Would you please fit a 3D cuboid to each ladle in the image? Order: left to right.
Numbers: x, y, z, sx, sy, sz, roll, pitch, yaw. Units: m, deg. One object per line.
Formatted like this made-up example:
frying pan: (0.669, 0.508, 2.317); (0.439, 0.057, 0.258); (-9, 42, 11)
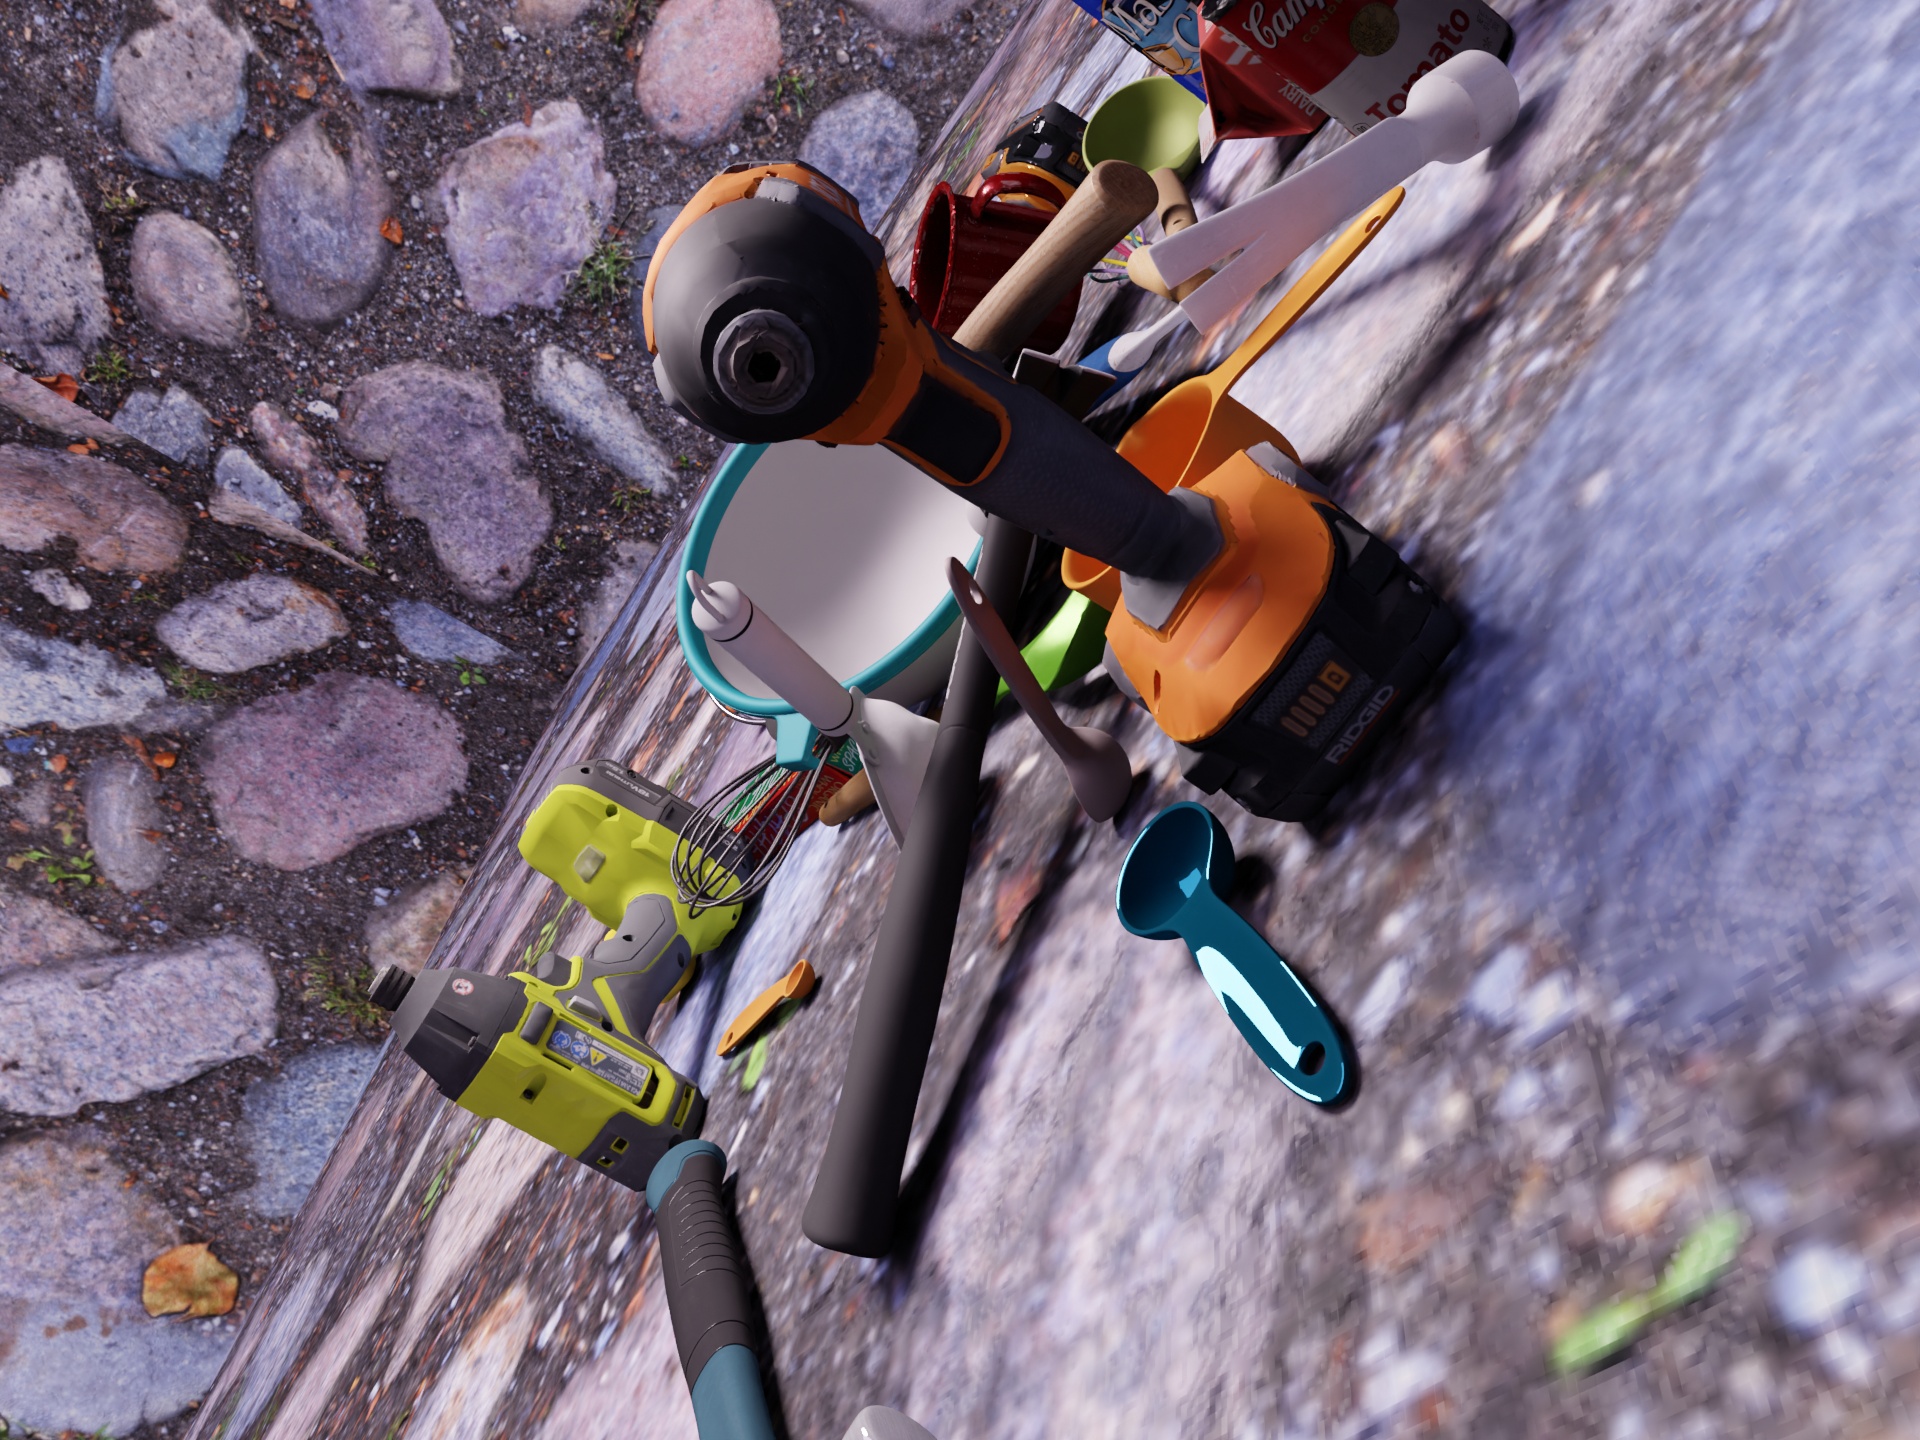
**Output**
ladle: (0.104, -0.291, 0.836); (0.078, 0.062, 0.320); (-24, 22, 15)

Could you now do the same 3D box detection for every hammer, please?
hammer: (-0.084, 0.226, 0.563); (0.128, 0.033, 0.331); (-58, 16, -2)
hammer: (-0.002, 0.021, 0.576); (0.146, 0.035, 0.335); (117, 167, -68)
hammer: (0.007, -0.203, 0.865); (0.331, 0.130, 0.031); (148, 121, -62)
hammer: (0.077, -0.169, 0.724); (0.144, 0.035, 0.405); (-35, 6, -17)

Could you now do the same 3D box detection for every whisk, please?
whisk: (-0.073, 0.011, 0.854); (0.239, 0.055, 0.055); (-52, 12, -23)
whisk: (0.099, -0.254, 0.871); (0.245, 0.047, 0.051); (-114, 44, -65)

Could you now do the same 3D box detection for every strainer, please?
strainer: (-0.067, -0.115, 0.853); (0.211, 0.095, 0.341); (-47, 45, 7)
strainer: (-0.045, 0.000, 0.627); (0.050, 0.258, 0.087); (-23, 64, 10)

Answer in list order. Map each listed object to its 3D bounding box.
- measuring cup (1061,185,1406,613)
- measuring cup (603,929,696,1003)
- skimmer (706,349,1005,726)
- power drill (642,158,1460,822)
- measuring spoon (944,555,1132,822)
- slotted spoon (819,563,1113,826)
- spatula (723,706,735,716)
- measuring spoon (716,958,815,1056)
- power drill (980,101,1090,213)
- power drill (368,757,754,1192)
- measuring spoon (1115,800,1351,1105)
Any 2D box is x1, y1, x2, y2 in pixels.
measuring cup: (0.107, -0.100, 0.550); (0.173, 0.052, 0.095); (-48, 19, 27)
measuring cup: (-0.199, 0.111, 1.011); (0.029, 0.062, 0.157); (-40, 39, 19)
skimmer: (-0.077, -0.110, 0.969); (0.363, 0.090, 0.127); (131, 136, -58)
power drill: (0.019, -0.065, 0.427); (0.084, 0.226, 0.164); (-54, 17, 16)
measuring spoon: (0.029, -0.011, 0.520); (0.018, 0.124, 0.034); (-20, 42, 19)
slotted spoon: (-0.001, -0.002, 0.739); (0.313, 0.031, 0.070); (-38, 26, 55)
spatula: (-0.087, -0.111, 1.119); (0.322, 0.041, 0.081); (-54, 10, 43)
measuring spoon: (-0.097, 0.146, 0.791); (0.117, 0.011, 0.021); (-45, 22, 49)
power drill: (0.031, -0.299, 1.084); (0.226, 0.084, 0.185); (-61, 18, 5)
power drill: (-0.204, 0.126, 0.860); (0.080, 0.171, 0.223); (-49, 15, 30)
measuring spoon: (0.076, 0.063, 0.420); (0.042, 0.021, 0.129); (-56, 25, 12)
